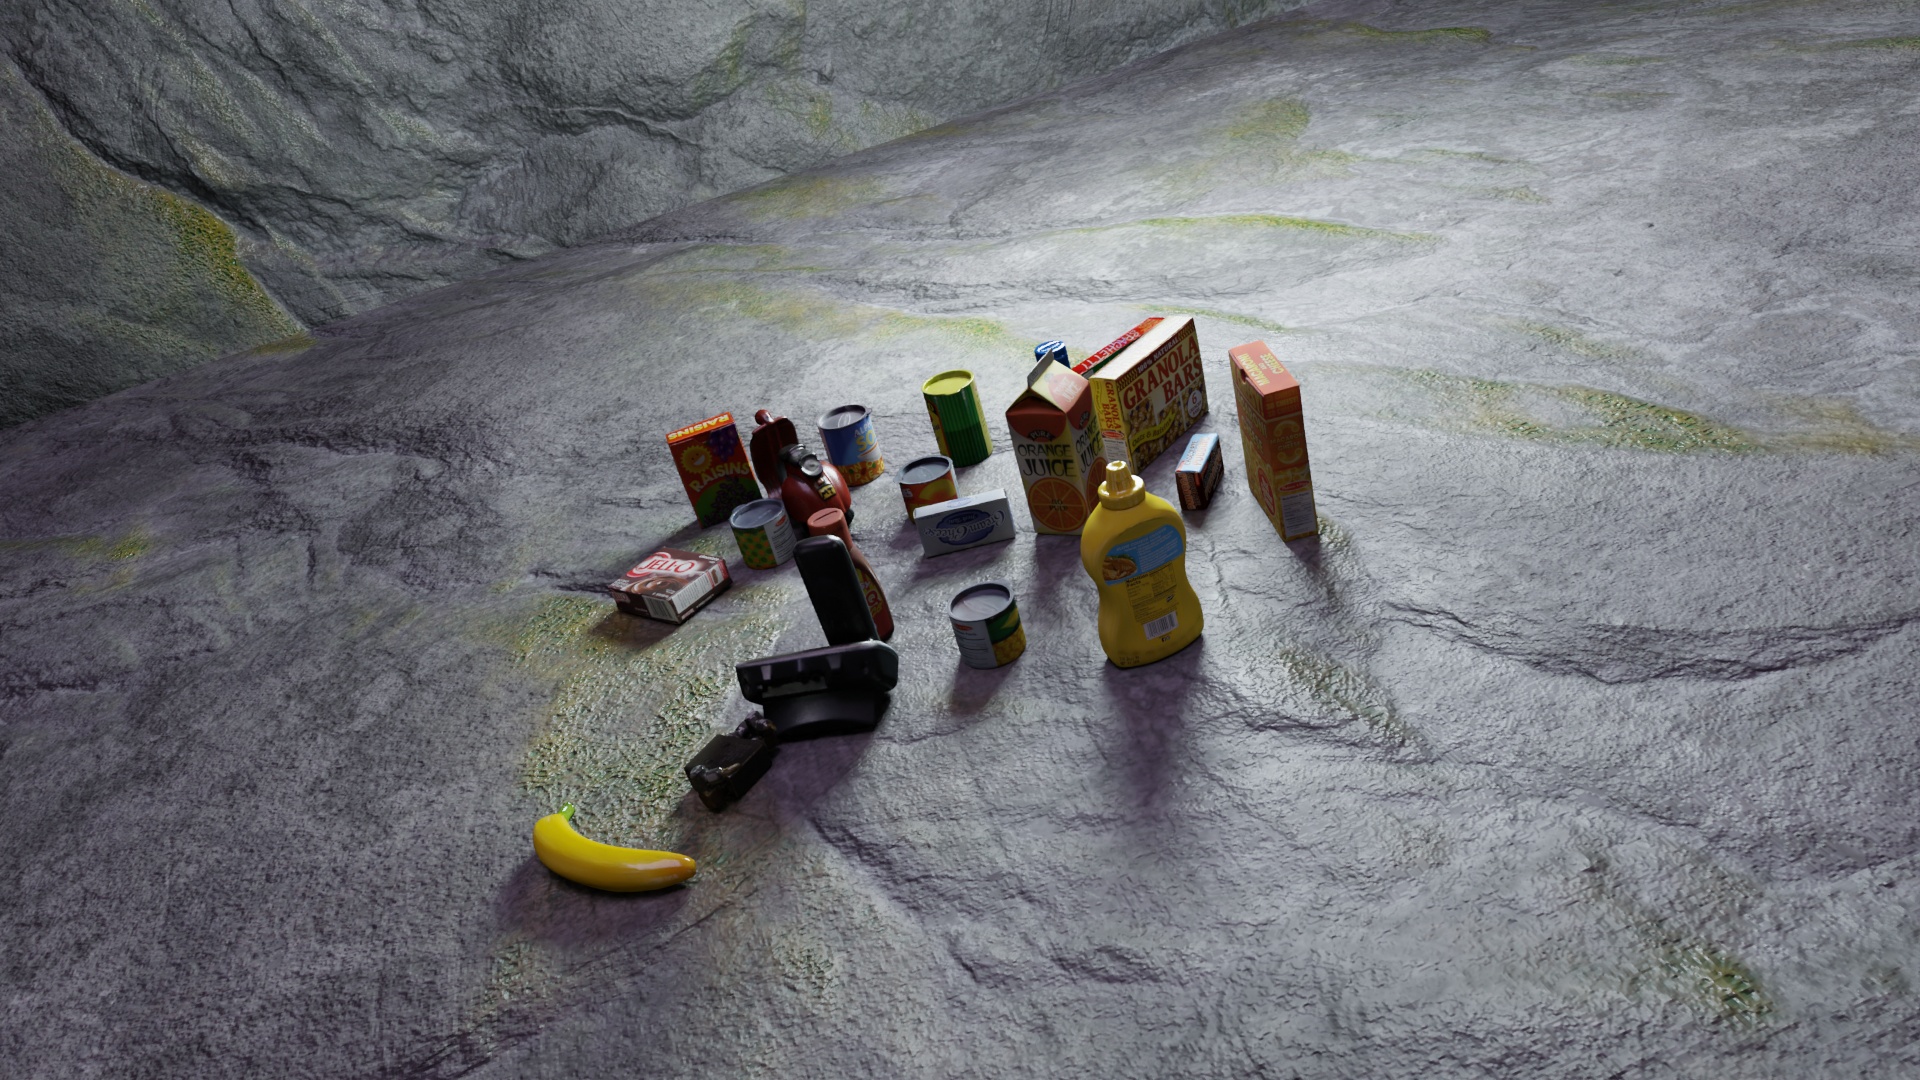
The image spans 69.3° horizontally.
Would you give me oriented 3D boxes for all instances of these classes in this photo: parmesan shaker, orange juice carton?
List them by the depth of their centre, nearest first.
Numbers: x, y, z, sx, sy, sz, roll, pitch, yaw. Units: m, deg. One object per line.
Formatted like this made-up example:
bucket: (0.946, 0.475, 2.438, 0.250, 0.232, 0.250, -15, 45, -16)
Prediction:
orange juice carton: (0.104, -0.104, 1.474, 0.073, 0.191, 0.072, 2, 34, 29)
parmesan shaker: (-0.003, -0.147, 1.691, 0.071, 0.102, 0.071, -12, 29, 7)

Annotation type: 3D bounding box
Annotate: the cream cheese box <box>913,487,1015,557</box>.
cream cheese box: (0.005, -0.019, 1.517, 0.104, 0.053, 0.024, -13, 29, 4)

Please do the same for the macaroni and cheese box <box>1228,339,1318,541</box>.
macaroni and cheese box: (0.313, -0.100, 1.392, 0.040, 0.165, 0.124, -15, 29, 1)

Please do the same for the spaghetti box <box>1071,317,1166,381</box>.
spaghetti box: (0.181, -0.212, 1.768, 0.251, 0.050, 0.029, -35, 34, -31)

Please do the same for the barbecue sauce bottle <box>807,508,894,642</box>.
barbecue sauce bottle: (-0.114, 0.039, 1.378, 0.065, 0.148, 0.044, -28, 31, -20)

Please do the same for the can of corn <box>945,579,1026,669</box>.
can of corn: (0.027, 0.080, 1.331, 0.071, 0.058, 0.071, -12, 29, 7)

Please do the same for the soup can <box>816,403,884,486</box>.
soup can: (-0.133, -0.119, 1.725, 0.071, 0.083, 0.072, -12, 29, 7)

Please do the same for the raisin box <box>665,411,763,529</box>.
raisin box: (-0.302, -0.086, 1.710, 0.086, 0.122, 0.040, -20, 29, -8)

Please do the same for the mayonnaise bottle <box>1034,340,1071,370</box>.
mayonnaise bottle: (0.118, -0.158, 1.604, 0.065, 0.147, 0.041, -27, 31, -18)

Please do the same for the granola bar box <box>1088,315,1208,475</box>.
granola bar box: (0.221, -0.168, 1.597, 0.039, 0.123, 0.166, 12, 39, 40)

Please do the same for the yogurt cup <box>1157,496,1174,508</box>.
yogurt cup: (0.187, -0.006, 1.405, 0.072, 0.053, 0.073, -12, 29, 7)

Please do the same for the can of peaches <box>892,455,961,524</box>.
can of peaches: (-0.037, -0.057, 1.598, 0.071, 0.057, 0.071, -12, 29, 7)

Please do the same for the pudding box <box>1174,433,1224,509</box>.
pudding box: (0.257, -0.075, 1.494, 0.030, 0.049, 0.084, 0, 33, 27)

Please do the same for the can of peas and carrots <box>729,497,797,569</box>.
can of peas and carrots: (-0.229, -0.008, 1.607, 0.071, 0.058, 0.071, -12, 29, 7)
